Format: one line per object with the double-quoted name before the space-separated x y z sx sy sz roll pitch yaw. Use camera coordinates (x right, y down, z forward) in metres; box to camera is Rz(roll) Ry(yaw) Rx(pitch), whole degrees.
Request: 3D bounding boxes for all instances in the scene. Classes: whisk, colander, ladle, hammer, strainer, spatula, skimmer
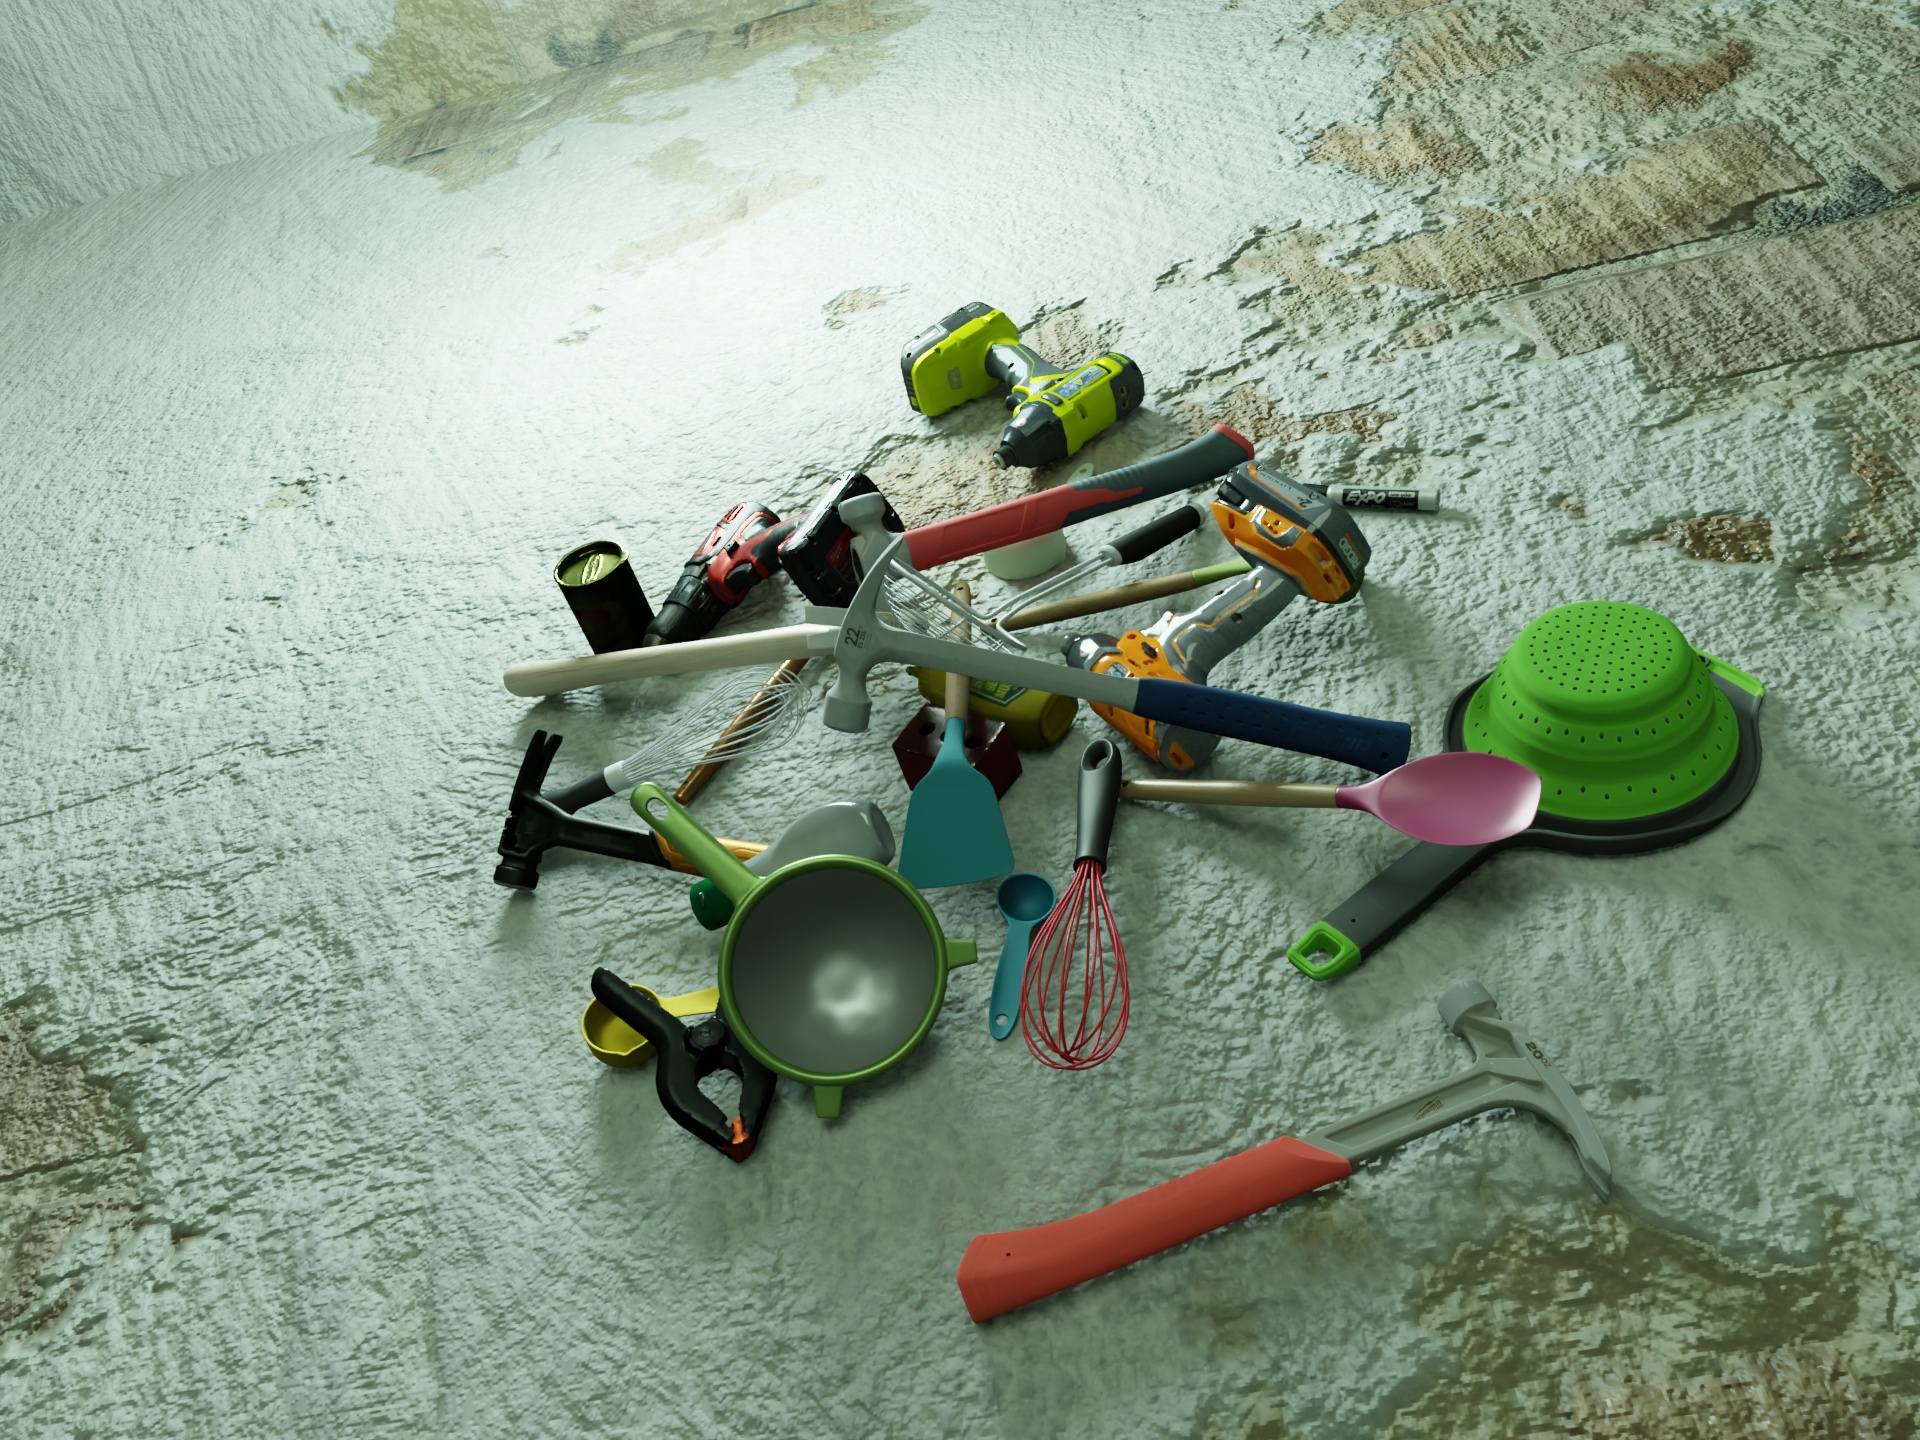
"whisk" 0.085 0.114 1.080 0.073 0.073 0.296 -5 40 15
"whisk" -0.247 0.032 1.278 0.284 0.070 0.070 -25 39 11
"colander" 0.365 0.029 1.047 0.397 0.094 0.205 -34 43 -18
"ladle" 0.171 -0.101 1.315 0.320 0.062 0.078 -12 42 17
"hammer" 0.114 -0.025 1.113 0.405 0.144 0.035 12 16 -1
"hammer" -0.201 0.093 1.200 0.337 0.034 0.127 9 82 23
"strainer" -0.123 0.135 1.073 0.256 0.069 0.151 41 79 10
"spatula" -0.152 -0.051 1.368 0.081 0.041 0.323 0 43 42
"hammer" -0.233 -0.053 1.320 0.411 0.038 0.146 -6 -2 32
"skimmer" 0.086 -0.135 1.267 0.127 0.090 0.363 37 46 29
"hammer" 0.172 0.267 0.899 0.359 0.036 0.149 -21 40 -4
"hammer" 0.092 -0.169 1.376 0.386 0.143 0.038 -19 6 -20
"spatula" -0.002 -0.004 1.195 0.082 0.044 0.318 -10 38 10

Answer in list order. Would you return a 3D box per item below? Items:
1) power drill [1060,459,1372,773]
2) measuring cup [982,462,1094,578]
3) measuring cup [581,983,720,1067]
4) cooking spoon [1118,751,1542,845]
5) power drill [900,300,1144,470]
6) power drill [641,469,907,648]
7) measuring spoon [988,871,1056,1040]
"power drill" 0.183 -0.085 1.215 0.226 0.084 0.164 -49 45 -1
"measuring cup" 0.077 -0.195 1.444 0.083 0.038 0.168 13 52 32
"measuring cup" -0.185 0.206 1.113 0.156 0.029 0.062 -10 46 -8
"cooking spoon" 0.233 0.051 1.072 0.319 0.017 0.069 0 57 42
"power drill" 0.048 -0.328 1.580 0.171 0.080 0.223 -36 47 -20
"power drill" -0.174 -0.128 1.403 0.227 0.080 0.188 -4 44 46
"measuring spoon" 0.037 0.163 1.084 0.042 0.021 0.129 7 54 9
